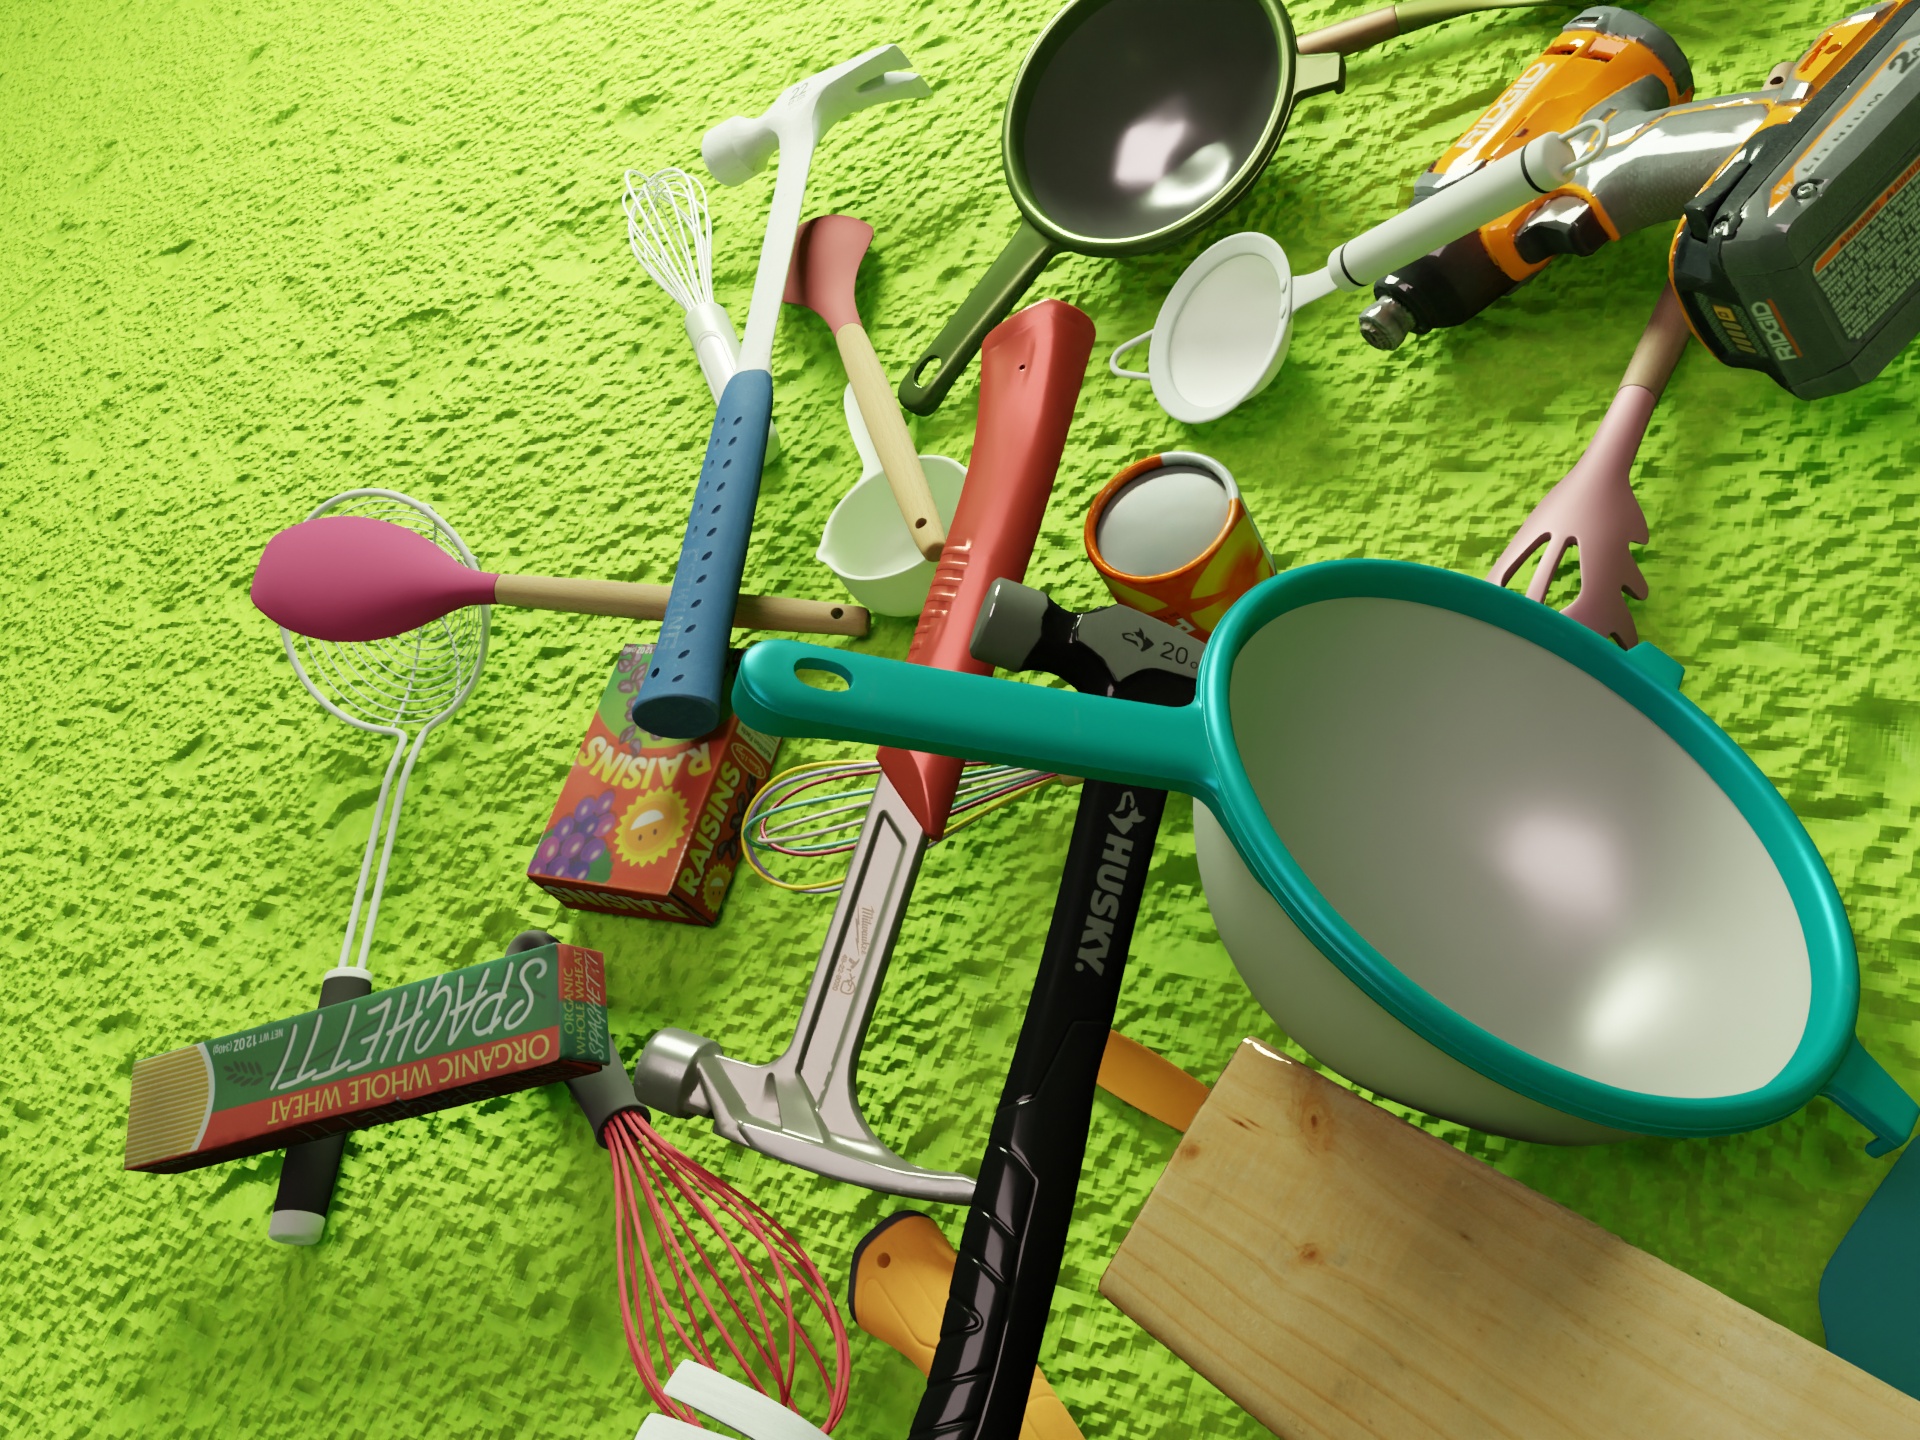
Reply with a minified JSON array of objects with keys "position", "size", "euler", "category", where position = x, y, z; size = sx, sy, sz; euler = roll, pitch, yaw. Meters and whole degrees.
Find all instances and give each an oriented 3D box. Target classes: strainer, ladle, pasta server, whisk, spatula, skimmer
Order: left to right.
[{"position":[-0.301,0.057,0.763],"size":[0.127,0.090,0.364],"euler":[-11,57,18],"category":"skimmer"},{"position":[-0.124,0.172,0.624],"size":[0.073,0.073,0.296],"euler":[-44,44,-3],"category":"whisk"},{"position":[-0.144,-0.229,0.886],"size":[0.058,0.059,0.247],"euler":[-37,55,19],"category":"whisk"},{"position":[-0.050,-0.175,0.785],"size":[0.069,0.031,0.316],"euler":[-30,44,9],"category":"ladle"},{"position":[0.018,0.019,0.649],"size":[0.245,0.051,0.047],"euler":[-16,49,15],"category":"whisk"},{"position":[0.066,-0.246,0.783],"size":[0.256,0.069,0.152],"euler":[-49,61,15],"category":"strainer"},{"position":[0.094,0.042,0.478],"size":[0.340,0.095,0.211],"euler":[10,44,-15],"category":"strainer"},{"position":[0.184,-0.342,0.775],"size":[0.320,0.062,0.078],"euler":[-11,58,25],"category":"ladle"},{"position":[0.155,-0.180,0.647],"size":[0.258,0.050,0.087],"euler":[-15,67,59],"category":"strainer"},{"position":[0.275,-0.141,0.623],"size":[0.060,0.040,0.316],"euler":[17,66,35],"category":"pasta server"},{"position":[0.193,0.245,0.430],"size":[0.317,0.044,0.082],"euler":[-47,51,1],"category":"spatula"}]

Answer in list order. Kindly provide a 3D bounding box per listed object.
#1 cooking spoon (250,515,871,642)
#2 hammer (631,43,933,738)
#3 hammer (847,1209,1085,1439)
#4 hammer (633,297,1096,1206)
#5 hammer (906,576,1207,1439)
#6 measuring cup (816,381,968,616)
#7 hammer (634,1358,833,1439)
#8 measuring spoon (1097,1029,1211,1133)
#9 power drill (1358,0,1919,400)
[{"position":[-0.198,-0.062,0.769],"size":[0.319,0.017,0.069],"euler":[6,70,10],"category":"cooking spoon"},{"position":[-0.098,-0.177,0.780],"size":[0.144,0.035,0.406],"euler":[-15,54,32],"category":"hammer"},{"position":[0.063,0.268,0.457],"size":[0.127,0.034,0.337],"euler":[-48,46,4],"category":"hammer"},{"position":[-0.001,-0.002,0.621],"size":[0.149,0.036,0.359],"euler":[12,74,20],"category":"hammer"},{"position":[0.037,0.114,0.522],"size":[0.146,0.035,0.335],"euler":[19,63,-5],"category":"hammer"},{"position":[-0.031,-0.112,0.763],"size":[0.083,0.038,0.168],"euler":[-26,42,9],"category":"measuring cup"},{"position":[-0.157,0.282,0.553],"size":[0.331,0.128,0.033],"euler":[-14,22,29],"category":"hammer"},{"position":[0.079,0.136,0.566],"size":[0.117,0.011,0.021],"euler":[24,77,40],"category":"measuring spoon"},{"position":[0.256,-0.190,0.594],"size":[0.164,0.084,0.227],"euler":[-46,29,2],"category":"power drill"}]
